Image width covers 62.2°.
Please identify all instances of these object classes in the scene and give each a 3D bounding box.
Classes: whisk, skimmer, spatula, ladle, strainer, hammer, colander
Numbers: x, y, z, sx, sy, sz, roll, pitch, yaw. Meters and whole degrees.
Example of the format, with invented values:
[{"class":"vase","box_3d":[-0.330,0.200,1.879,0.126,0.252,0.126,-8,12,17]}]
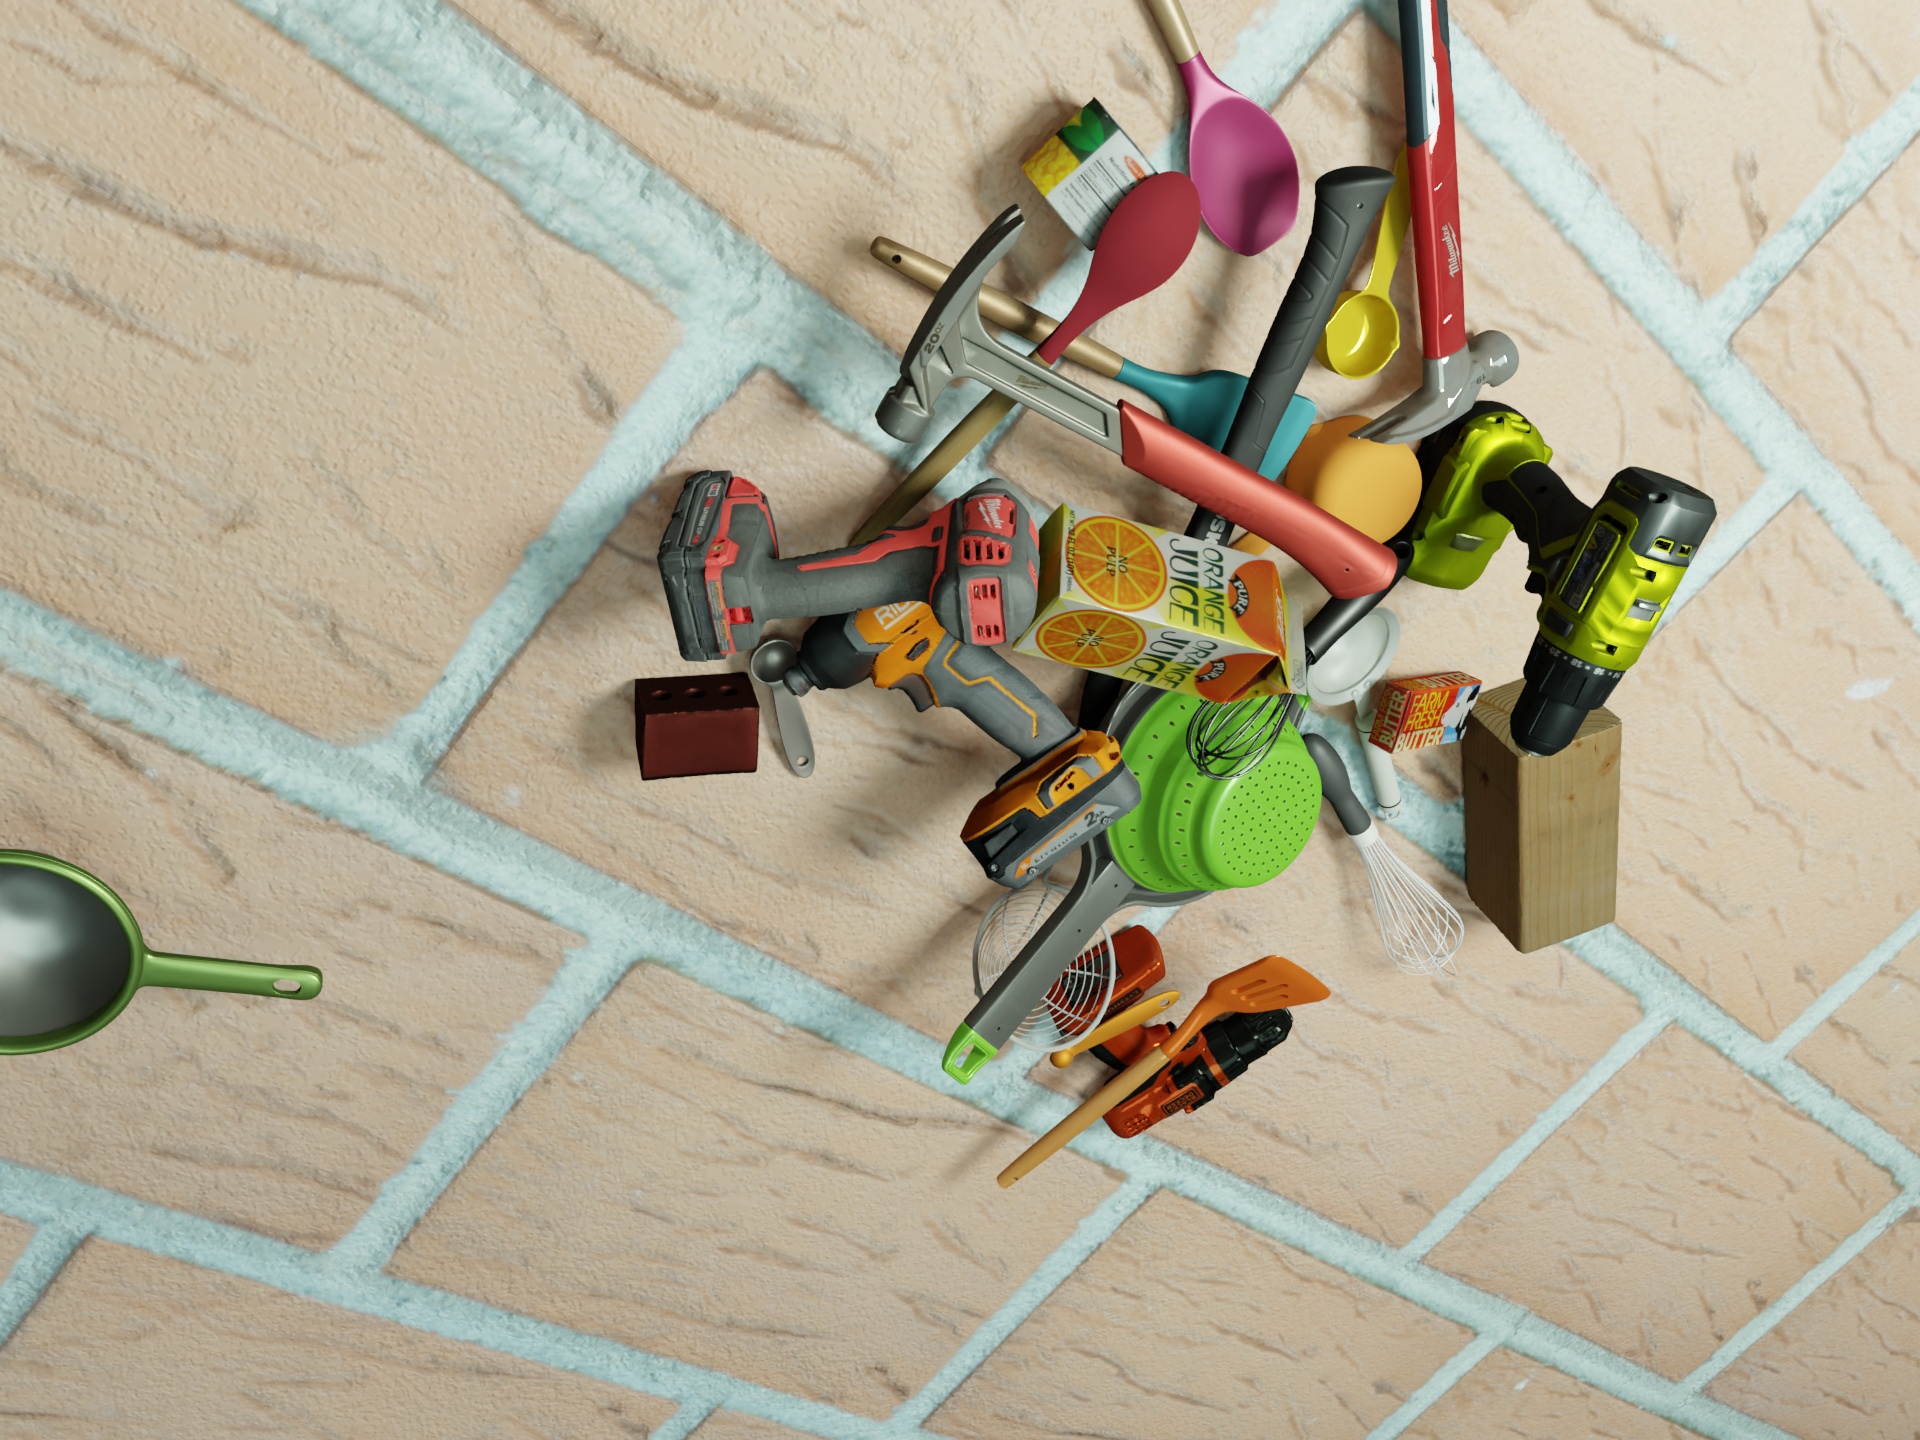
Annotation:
[{"class":"whisk","box_3d":[0.340,0.112,1.297,0.070,0.070,0.284,-34,119,4]},{"class":"skimmer","box_3d":[0.094,0.075,1.169,0.127,0.090,0.363,0,120,-28]},{"class":"spatula","box_3d":[0.083,-0.231,1.006,0.317,0.044,0.082,19,118,-29]},{"class":"ladle","box_3d":[0.033,-0.208,0.982,0.069,0.031,0.315,18,129,-46]},{"class":"spatula","box_3d":[0.150,0.287,1.279,0.322,0.041,0.081,-43,126,16]},{"class":"strainer","box_3d":[-0.542,0.140,1.016,0.256,0.069,0.151,11,114,-24]},{"class":"hammer","box_3d":[0.196,-0.191,1.025,0.146,0.035,0.334,10,120,-19]},{"class":"hammer","box_3d":[0.278,-0.363,0.975,0.143,0.038,0.386,-32,125,-26]},{"class":"strainer","box_3d":[0.309,-0.006,1.222,0.087,0.050,0.258,-33,130,-7]},{"class":"hammer","box_3d":[0.134,-0.169,0.980,0.358,0.037,0.149,23,121,-24]},{"class":"whisk","box_3d":[0.237,-0.046,1.084,0.239,0.055,0.055,-44,127,-19]},{"class":"colander","box_3d":[0.139,0.116,1.137,0.397,0.095,0.204,-50,128,-7]}]

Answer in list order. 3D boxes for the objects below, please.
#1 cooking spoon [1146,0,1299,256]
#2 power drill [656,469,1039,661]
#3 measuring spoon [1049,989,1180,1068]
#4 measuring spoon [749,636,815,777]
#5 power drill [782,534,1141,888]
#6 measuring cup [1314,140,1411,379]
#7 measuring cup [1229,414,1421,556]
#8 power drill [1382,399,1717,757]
[{"class":"cooking spoon","box_3d":[0.123,-0.411,0.929,0.069,0.017,0.318,-34,125,3]},{"class":"power drill","box_3d":[-0.061,-0.101,0.967,0.219,0.143,0.078,-2,128,6]},{"class":"measuring spoon","box_3d":[0.124,0.245,1.259,0.117,0.011,0.021,-29,126,1]},{"class":"measuring spoon","box_3d":[-0.121,-0.009,1.099,0.034,0.018,0.124,-22,131,-13]},{"class":"power drill","box_3d":[-0.002,-0.003,1.060,0.164,0.084,0.226,-35,96,5]},{"class":"measuring cup","box_3d":[0.271,-0.304,1.044,0.062,0.029,0.156,6,106,-26]},{"class":"measuring cup","box_3d":[0.244,-0.136,1.113,0.173,0.052,0.095,-39,124,5]},{"class":"power drill","box_3d":[0.381,-0.103,1.071,0.080,0.229,0.190,9,117,-22]}]
